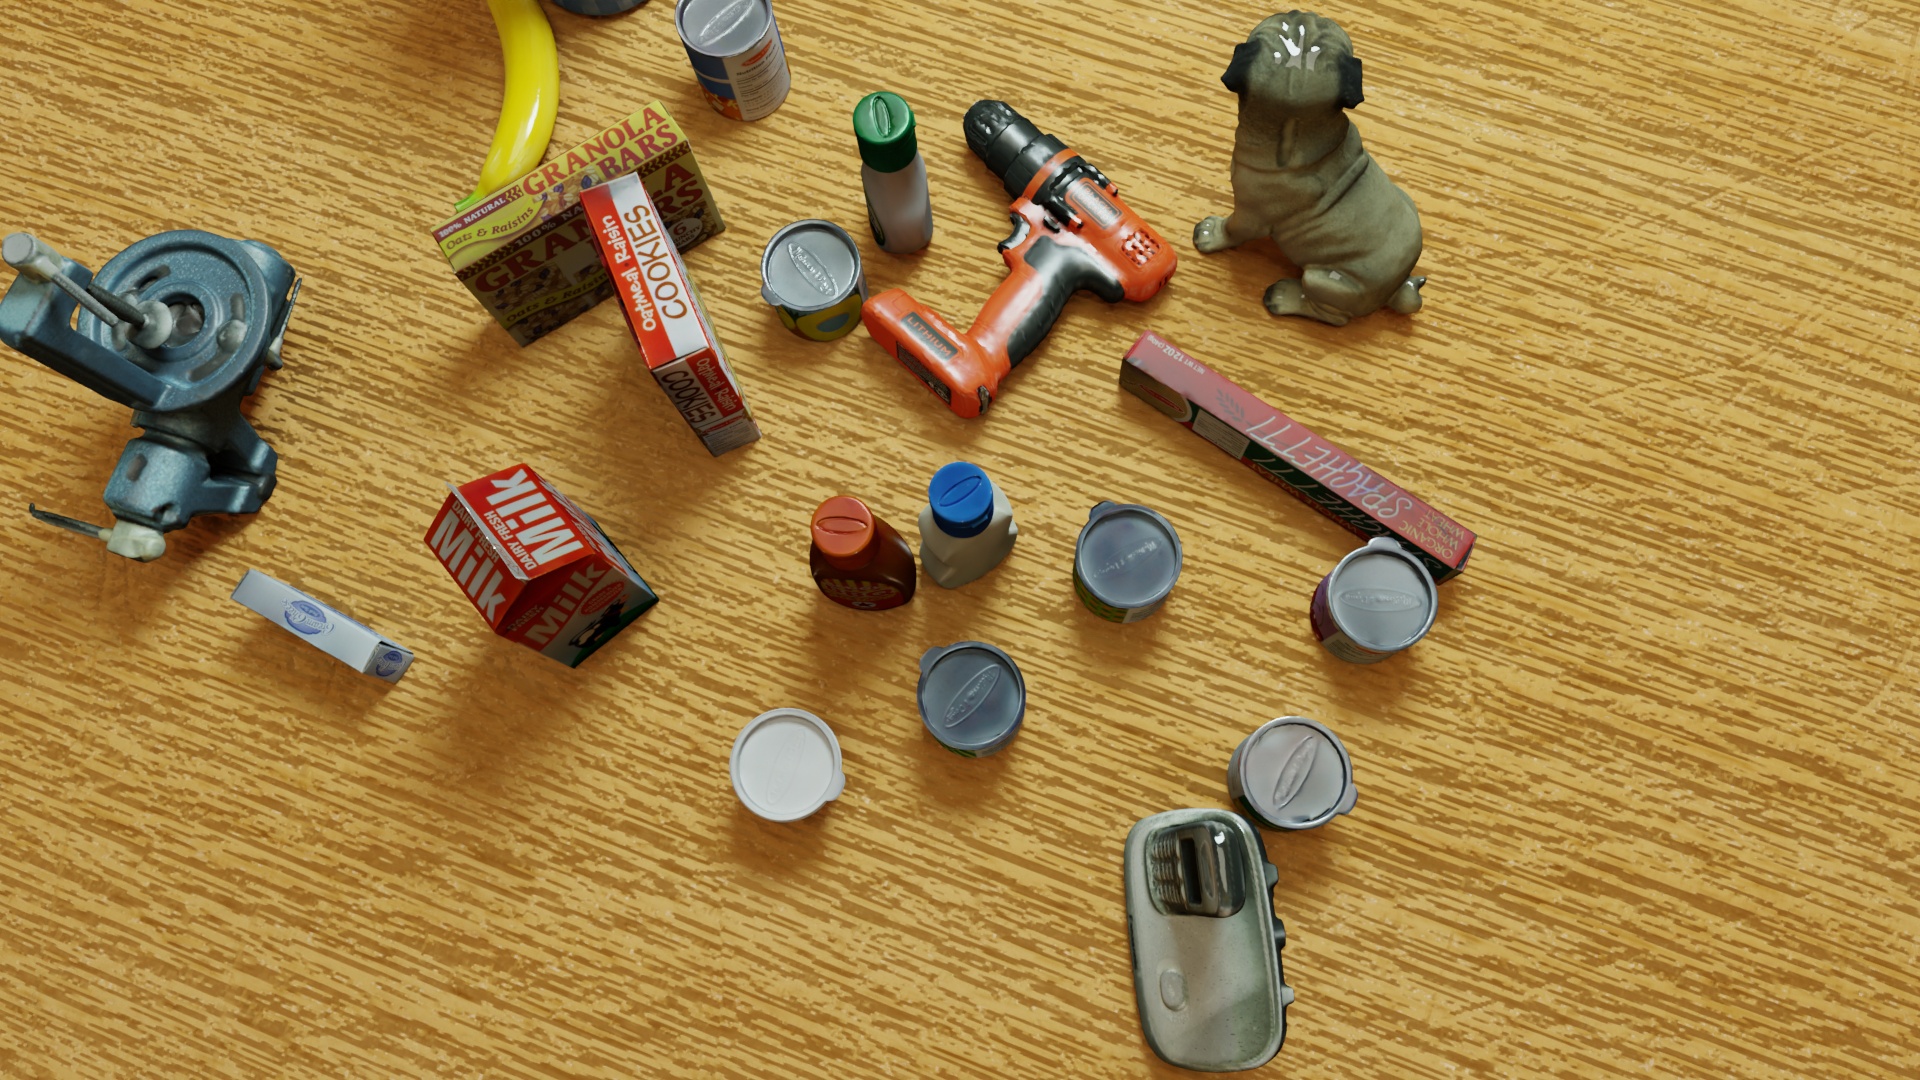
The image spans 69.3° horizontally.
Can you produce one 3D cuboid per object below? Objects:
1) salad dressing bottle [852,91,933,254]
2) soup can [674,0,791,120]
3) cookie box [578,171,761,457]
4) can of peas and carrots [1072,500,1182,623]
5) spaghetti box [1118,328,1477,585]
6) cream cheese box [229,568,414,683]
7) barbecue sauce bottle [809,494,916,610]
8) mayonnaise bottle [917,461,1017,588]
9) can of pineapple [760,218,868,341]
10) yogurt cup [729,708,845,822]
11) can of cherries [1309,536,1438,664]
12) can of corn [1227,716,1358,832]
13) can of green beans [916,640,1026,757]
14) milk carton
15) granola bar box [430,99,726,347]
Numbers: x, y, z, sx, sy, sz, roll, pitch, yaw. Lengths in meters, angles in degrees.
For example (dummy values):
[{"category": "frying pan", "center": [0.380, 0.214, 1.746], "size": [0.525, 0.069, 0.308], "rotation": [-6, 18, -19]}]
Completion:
[{"category": "salad dressing bottle", "center": [-0.044, -0.238, 0.904], "size": [0.044, 0.147, 0.064], "rotation": [-11, 76, 0]}, {"category": "soup can", "center": [-0.159, -0.345, 0.969], "size": [0.071, 0.083, 0.071], "rotation": [-1, 76, 2]}, {"category": "cookie box", "center": [-0.180, -0.136, 0.873], "size": [0.040, 0.167, 0.123], "rotation": [-24, 76, -3]}, {"category": "can of peas and carrots", "center": [0.103, 0.014, 0.880], "size": [0.071, 0.058, 0.071], "rotation": [-1, 76, 2]}, {"category": "spaghetti box", "center": [0.214, -0.053, 0.898], "size": [0.250, 0.050, 0.029], "rotation": [34, 80, 10]}, {"category": "cream cheese box", "center": [-0.408, 0.056, 0.892], "size": [0.104, 0.053, 0.024], "rotation": [27, 79, 8]}, {"category": "barbecue sauce bottle", "center": [-0.063, 0.008, 0.842], "size": [0.065, 0.148, 0.044], "rotation": [4, 77, 3]}, {"category": "mayonnaise bottle", "center": [0.003, -0.011, 0.844], "size": [0.065, 0.147, 0.041], "rotation": [-34, 77, -6]}, {"category": "can of pineapple", "center": [-0.099, -0.174, 0.936], "size": [0.071, 0.057, 0.071], "rotation": [-1, 76, 2]}, {"category": "yogurt cup", "center": [-0.104, 0.140, 0.858], "size": [0.072, 0.054, 0.072], "rotation": [-1, 76, 2]}, {"category": "can of cherries", "center": [0.257, 0.039, 0.868], "size": [0.071, 0.058, 0.071], "rotation": [-1, 76, 2]}, {"category": "can of corn", "center": [0.201, 0.144, 0.844], "size": [0.071, 0.058, 0.071], "rotation": [-1, 76, 2]}, {"category": "can of green beans", "center": [0.008, 0.099, 0.863], "size": [0.071, 0.057, 0.071], "rotation": [-1, 76, 2]}, {"category": "milk carton", "center": [-0.250, 0.015, 0.826], "size": [0.073, 0.190, 0.072], "rotation": [-40, 78, -7]}, {"category": "granola bar box", "center": [-0.246, -0.206, 0.916], "size": [0.166, 0.124, 0.039], "rotation": [-32, 77, -6]}]
